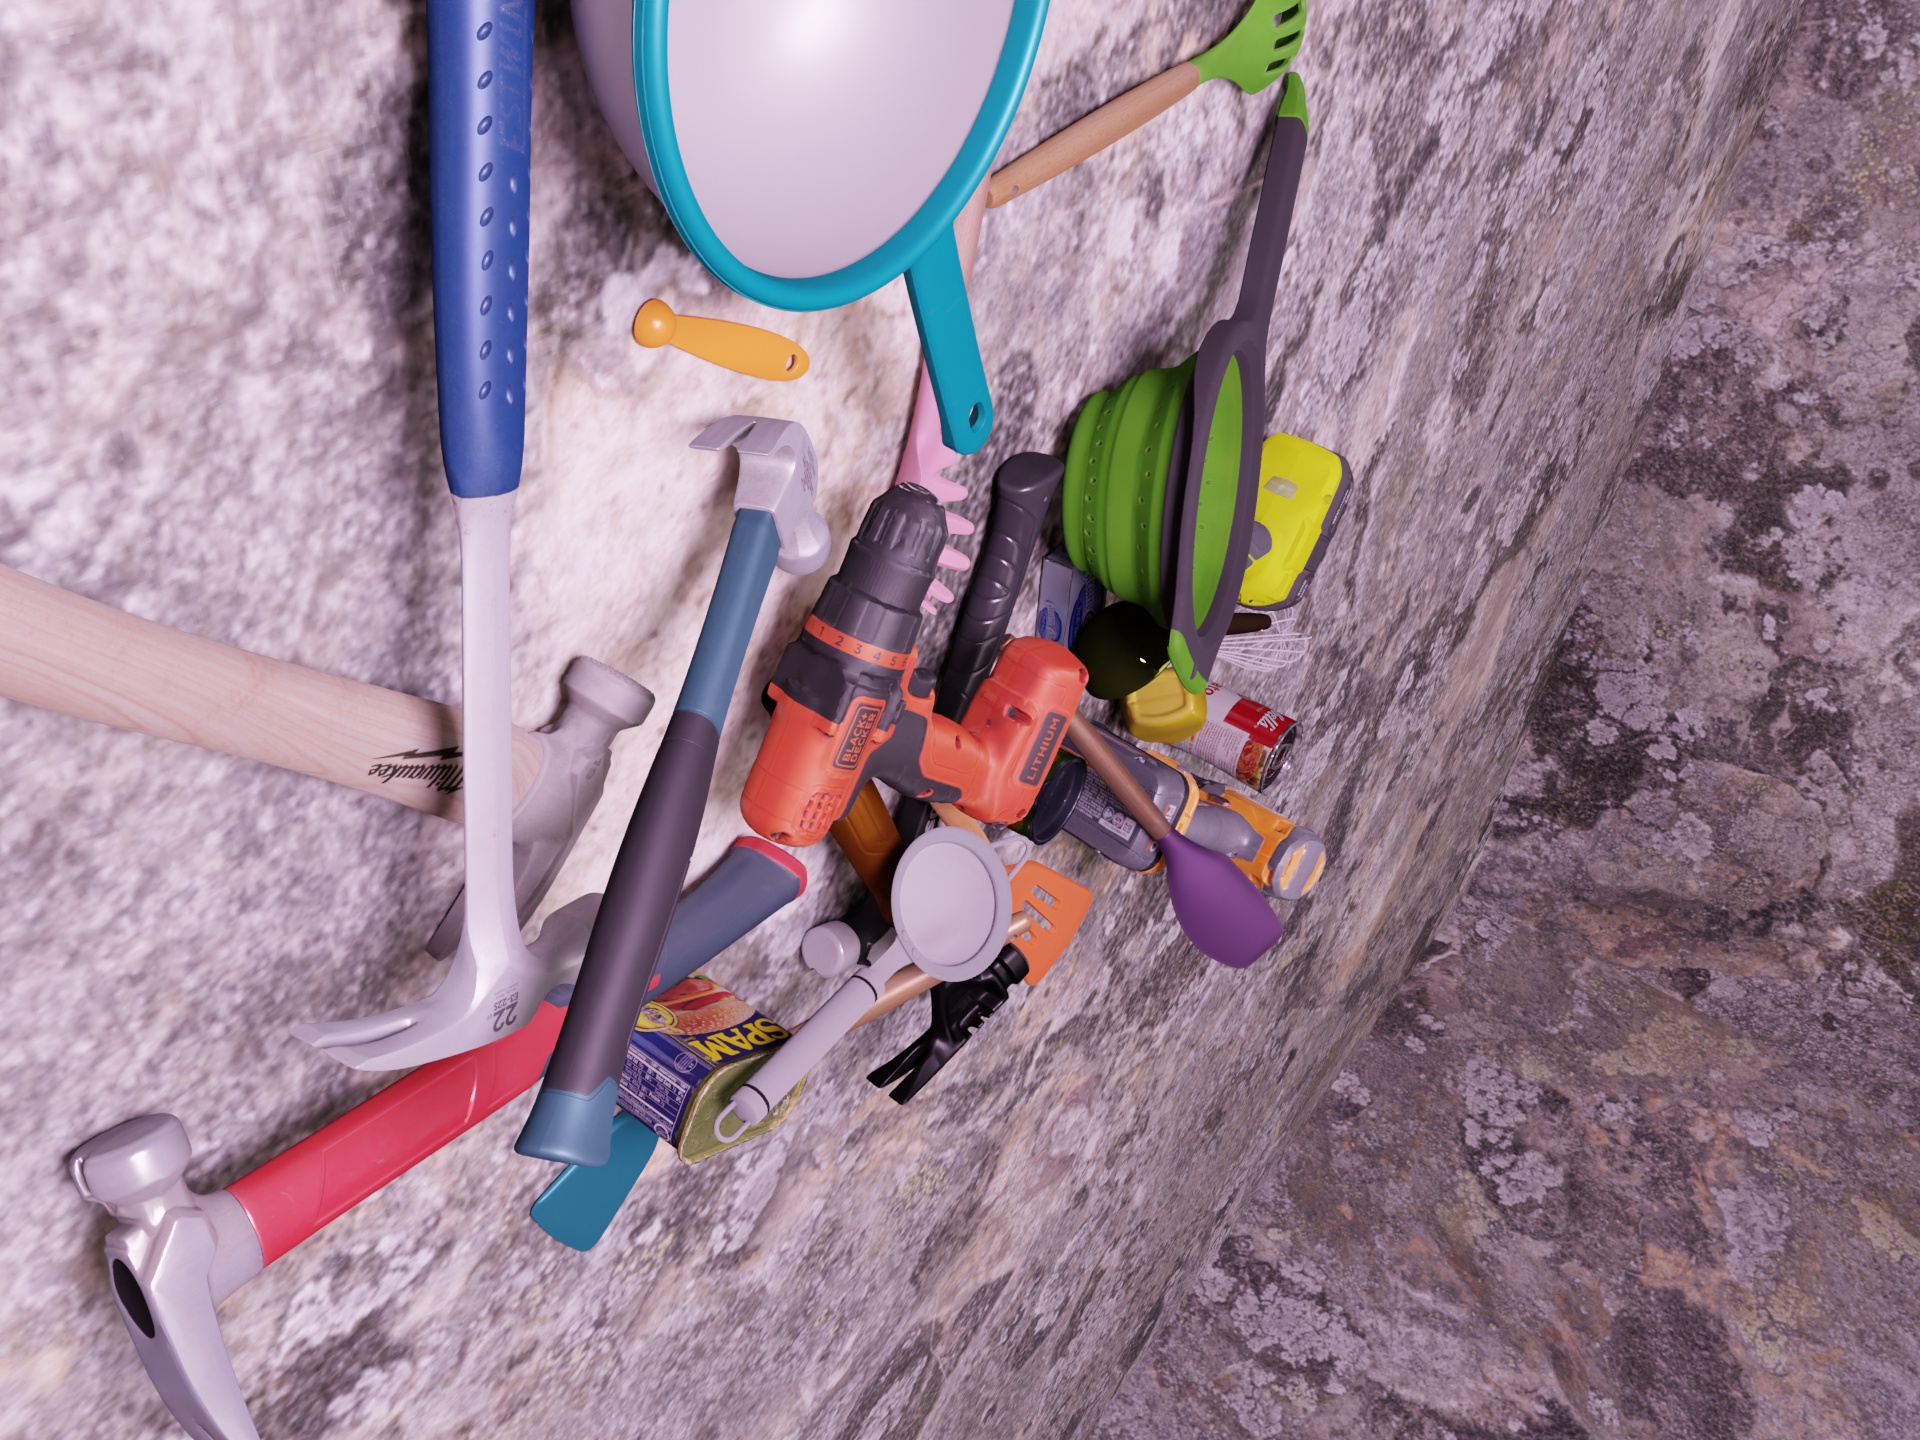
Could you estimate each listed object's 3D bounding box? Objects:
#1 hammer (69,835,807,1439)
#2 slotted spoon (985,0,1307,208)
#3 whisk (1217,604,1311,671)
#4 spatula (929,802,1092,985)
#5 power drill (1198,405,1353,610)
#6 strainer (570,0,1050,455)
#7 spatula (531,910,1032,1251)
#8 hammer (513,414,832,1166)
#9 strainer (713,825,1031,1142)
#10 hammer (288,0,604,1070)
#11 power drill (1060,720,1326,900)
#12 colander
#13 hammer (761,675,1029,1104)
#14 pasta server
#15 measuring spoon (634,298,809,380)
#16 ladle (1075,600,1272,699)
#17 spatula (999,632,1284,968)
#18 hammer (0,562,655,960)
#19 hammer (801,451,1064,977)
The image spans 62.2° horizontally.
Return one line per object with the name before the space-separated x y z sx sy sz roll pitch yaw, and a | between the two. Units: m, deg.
hammer | -0.191 0.160 0.721 0.386 0.038 0.143 -31 109 -53
slotted spoon | 0.110 -0.338 0.860 0.314 0.031 0.070 -41 148 -35
whisk | 0.203 -0.064 1.284 0.284 0.070 0.070 -9 123 -53
spatula | 0.017 0.081 1.003 0.081 0.041 0.322 -54 152 -13
power drill | 0.205 -0.165 1.159 0.223 0.080 0.171 7 110 -60
strainer | -0.050 -0.224 0.593 0.211 0.095 0.340 -53 155 -18
spatula | -0.095 0.196 0.907 0.317 0.044 0.082 -28 145 -6
hammer | -0.109 0.016 0.633 0.128 0.033 0.331 82 17 -59
strainer | -0.048 0.136 0.851 0.258 0.050 0.086 -41 108 -43
hammer | -0.163 -0.066 0.533 0.144 0.035 0.405 -28 130 -55
power drill | 0.152 0.063 1.217 0.226 0.185 0.084 17 100 -45
colander | 0.137 -0.219 0.981 0.204 0.094 0.397 41 60 -68
hammer | -0.047 0.095 0.921 0.127 0.034 0.336 -44 139 -20
pasta server | 0.001 -0.201 0.778 0.060 0.040 0.316 -45 151 -57
measuring spoon | -0.095 -0.157 0.669 0.117 0.011 0.021 -4 119 -61
ladle | 0.172 -0.057 1.147 0.078 0.062 0.320 -26 171 29
spatula | 0.120 0.059 1.067 0.060 0.018 0.315 -41 114 -2
hammer | -0.249 -0.001 0.509 0.146 0.038 0.410 -60 154 -2
hammer | -0.002 -0.003 0.975 0.146 0.035 0.334 -14 127 -57
